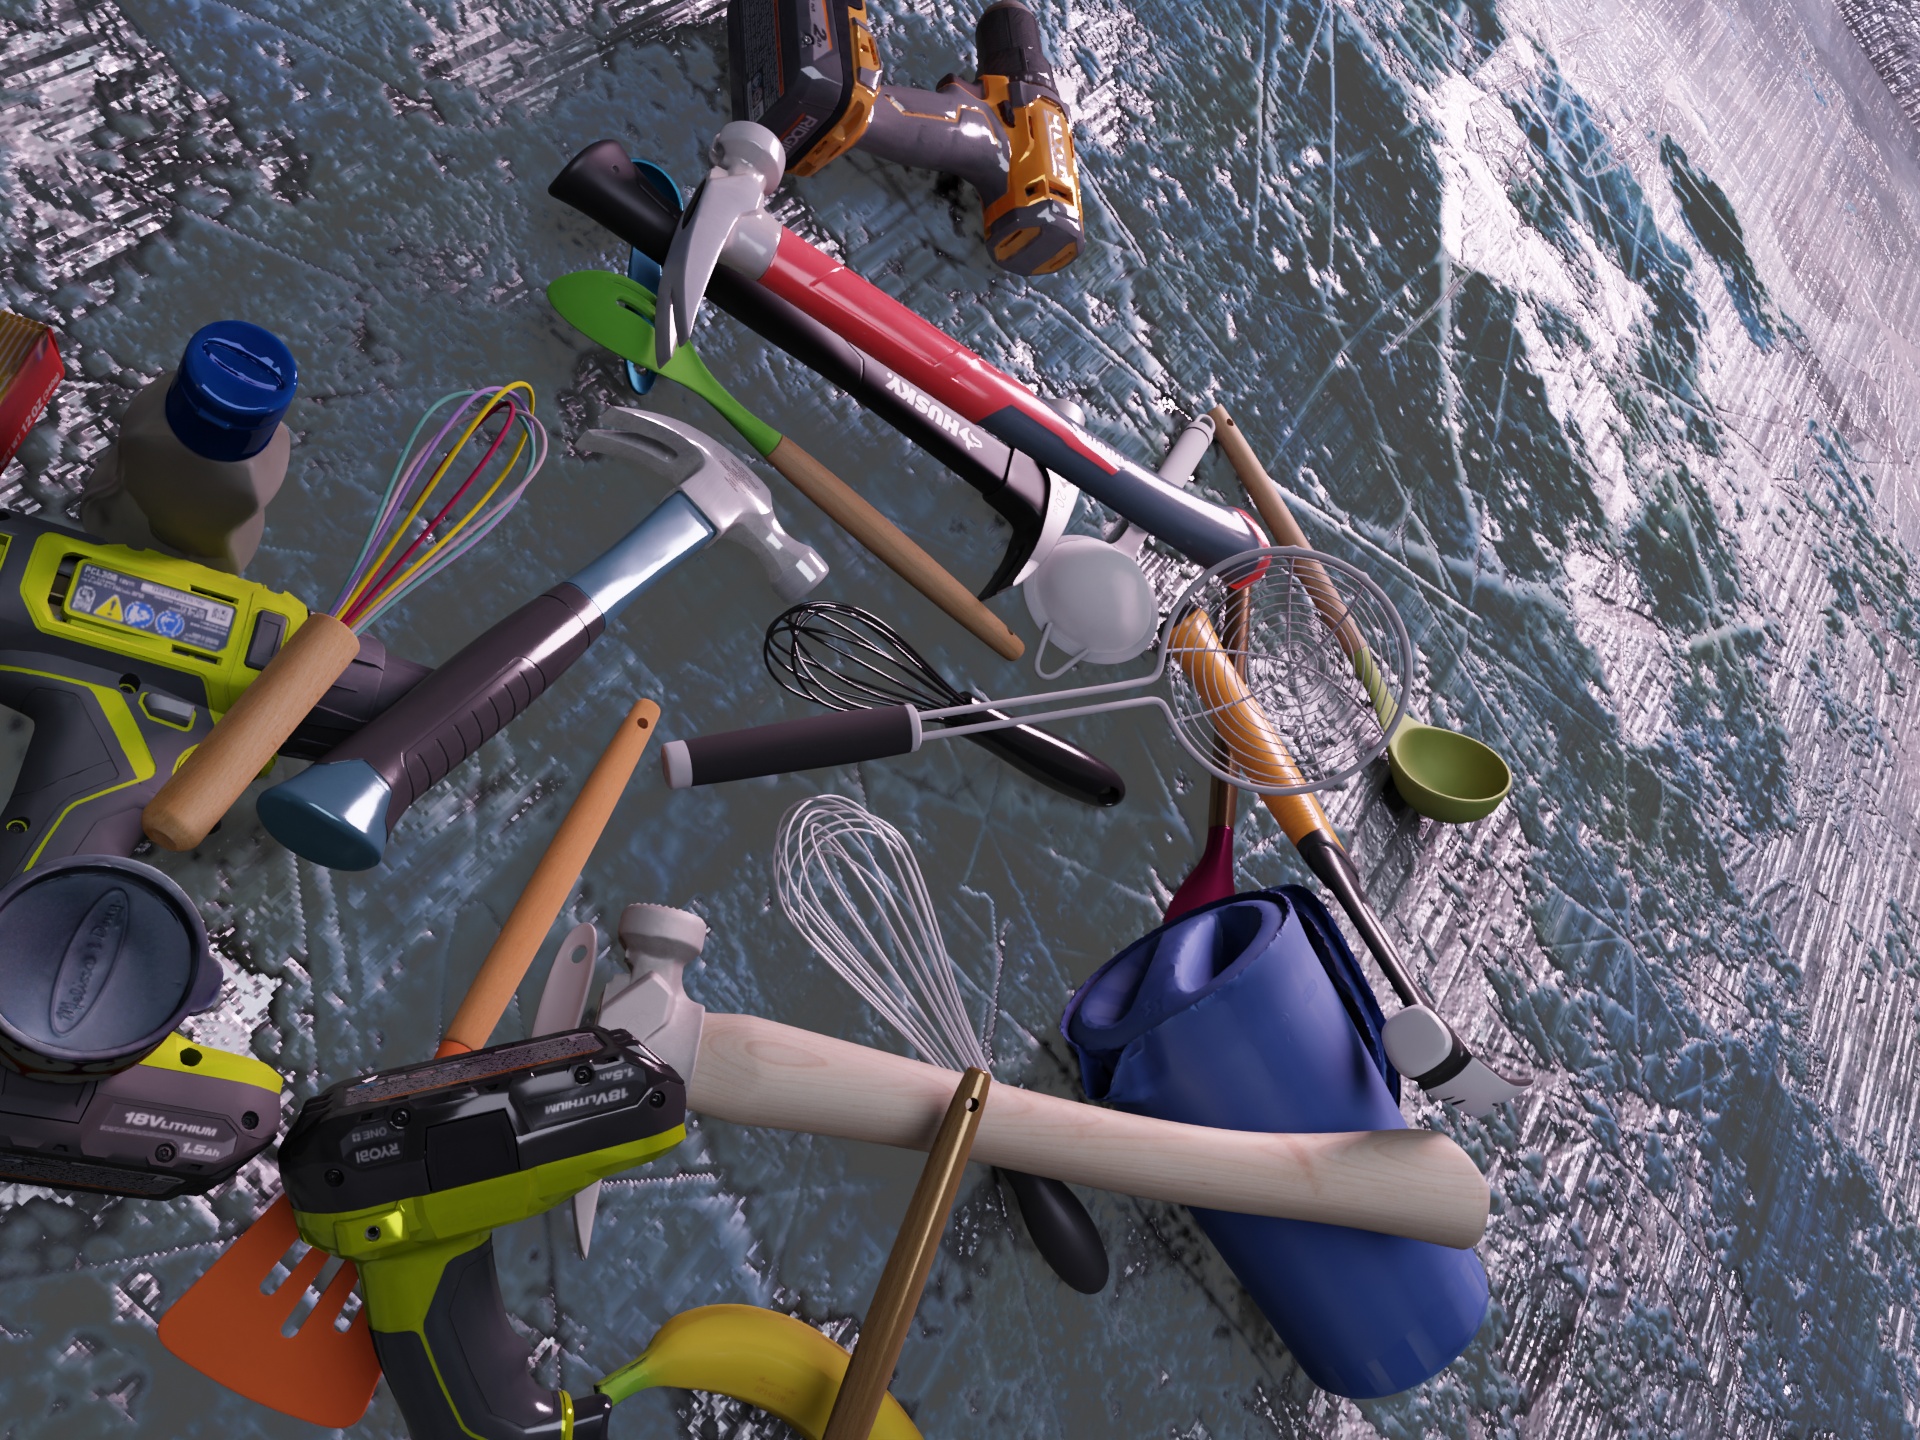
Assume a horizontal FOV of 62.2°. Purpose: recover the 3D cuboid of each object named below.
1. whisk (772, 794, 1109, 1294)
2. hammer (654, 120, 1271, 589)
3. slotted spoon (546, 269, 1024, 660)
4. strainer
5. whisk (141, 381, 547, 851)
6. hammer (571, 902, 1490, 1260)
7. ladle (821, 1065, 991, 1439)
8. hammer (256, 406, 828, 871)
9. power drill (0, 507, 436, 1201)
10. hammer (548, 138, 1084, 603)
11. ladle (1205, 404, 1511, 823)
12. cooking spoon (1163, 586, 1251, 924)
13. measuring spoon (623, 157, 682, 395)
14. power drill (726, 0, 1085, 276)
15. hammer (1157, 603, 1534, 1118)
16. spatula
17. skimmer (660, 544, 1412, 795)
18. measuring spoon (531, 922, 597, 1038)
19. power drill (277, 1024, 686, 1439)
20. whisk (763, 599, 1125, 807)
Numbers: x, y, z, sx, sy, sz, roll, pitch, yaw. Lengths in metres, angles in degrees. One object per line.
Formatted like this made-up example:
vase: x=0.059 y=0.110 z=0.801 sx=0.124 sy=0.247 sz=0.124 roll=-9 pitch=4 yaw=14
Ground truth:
whisk: x=-0.003 y=0.158 z=0.758 sx=0.070 sy=0.070 sz=0.284 roll=-38 pitch=101 yaw=-40
hammer: x=0.019 y=-0.157 z=0.850 sx=0.386 sy=0.038 sz=0.143 roll=28 pitch=57 yaw=-27
slotted spoon: x=-0.077 y=-0.127 z=0.823 sx=0.313 sy=0.031 sz=0.070 roll=39 pitch=24 yaw=-25
strainer: x=0.109 y=-0.119 z=0.964 sx=0.087 sy=0.050 sz=0.258 roll=36 pitch=50 yaw=-2
whisk: x=-0.227 y=-0.051 z=0.604 sx=0.051 sy=0.047 sz=0.245 roll=42 pitch=50 yaw=-21
hammer: x=0.039 y=0.192 z=0.698 sx=0.410 sy=0.038 sz=0.146 roll=13 pitch=68 yaw=-10
ladle: x=-0.047 y=0.289 z=0.627 sx=0.069 sy=0.031 sz=0.315 roll=24 pitch=76 yaw=-10
hammer: x=-0.169 y=-0.040 z=0.678 sx=0.128 sy=0.033 sz=0.331 roll=49 pitch=35 yaw=-10
power drill: x=-0.286 y=0.050 z=0.580 sx=0.190 sy=0.080 sz=0.229 roll=19 pitch=59 yaw=-30
hammer: x=-0.068 y=-0.191 z=0.849 sx=0.334 sy=0.035 sz=0.146 roll=31 pitch=56 yaw=-28
ladle: x=0.255 y=-0.073 z=1.043 sx=0.078 sy=0.062 sz=0.320 roll=-29 pitch=87 yaw=-40
cooking spoon: x=0.157 y=0.042 z=0.946 sx=0.068 sy=0.017 sz=0.319 roll=24 pitch=60 yaw=-28
measuring spoon: x=-0.167 y=-0.226 z=0.821 sx=0.042 sy=0.021 sz=0.129 roll=8 pitch=77 yaw=-37
power drill: x=-0.024 y=-0.381 z=0.946 sx=0.226 sy=0.084 sz=0.185 roll=10 pitch=66 yaw=-38
hammer: x=0.193 y=0.061 z=0.866 sx=0.127 sy=0.034 sz=0.337 roll=33 pitch=25 yaw=-47
spatula: x=-0.198 y=0.116 z=0.654 sx=0.081 sy=0.041 sz=0.323 roll=36 pitch=50 yaw=-18
skimmer: x=0.042 y=-0.006 z=0.770 sx=0.363 sy=0.090 sz=0.127 roll=-9 pitch=94 yaw=-20
measuring spoon: x=-0.169 y=0.143 z=0.666 sx=0.018 sy=0.034 sz=0.124 roll=65 pitch=27 yaw=-53
power drill: x=-0.147 y=0.231 z=0.569 sx=0.171 sy=0.080 sz=0.223 roll=-9 pitch=91 yaw=-21
whisk: x=-0.002 y=-0.001 z=0.832 sx=0.238 sy=0.055 sz=0.055 roll=27 pitch=58 yaw=-31
